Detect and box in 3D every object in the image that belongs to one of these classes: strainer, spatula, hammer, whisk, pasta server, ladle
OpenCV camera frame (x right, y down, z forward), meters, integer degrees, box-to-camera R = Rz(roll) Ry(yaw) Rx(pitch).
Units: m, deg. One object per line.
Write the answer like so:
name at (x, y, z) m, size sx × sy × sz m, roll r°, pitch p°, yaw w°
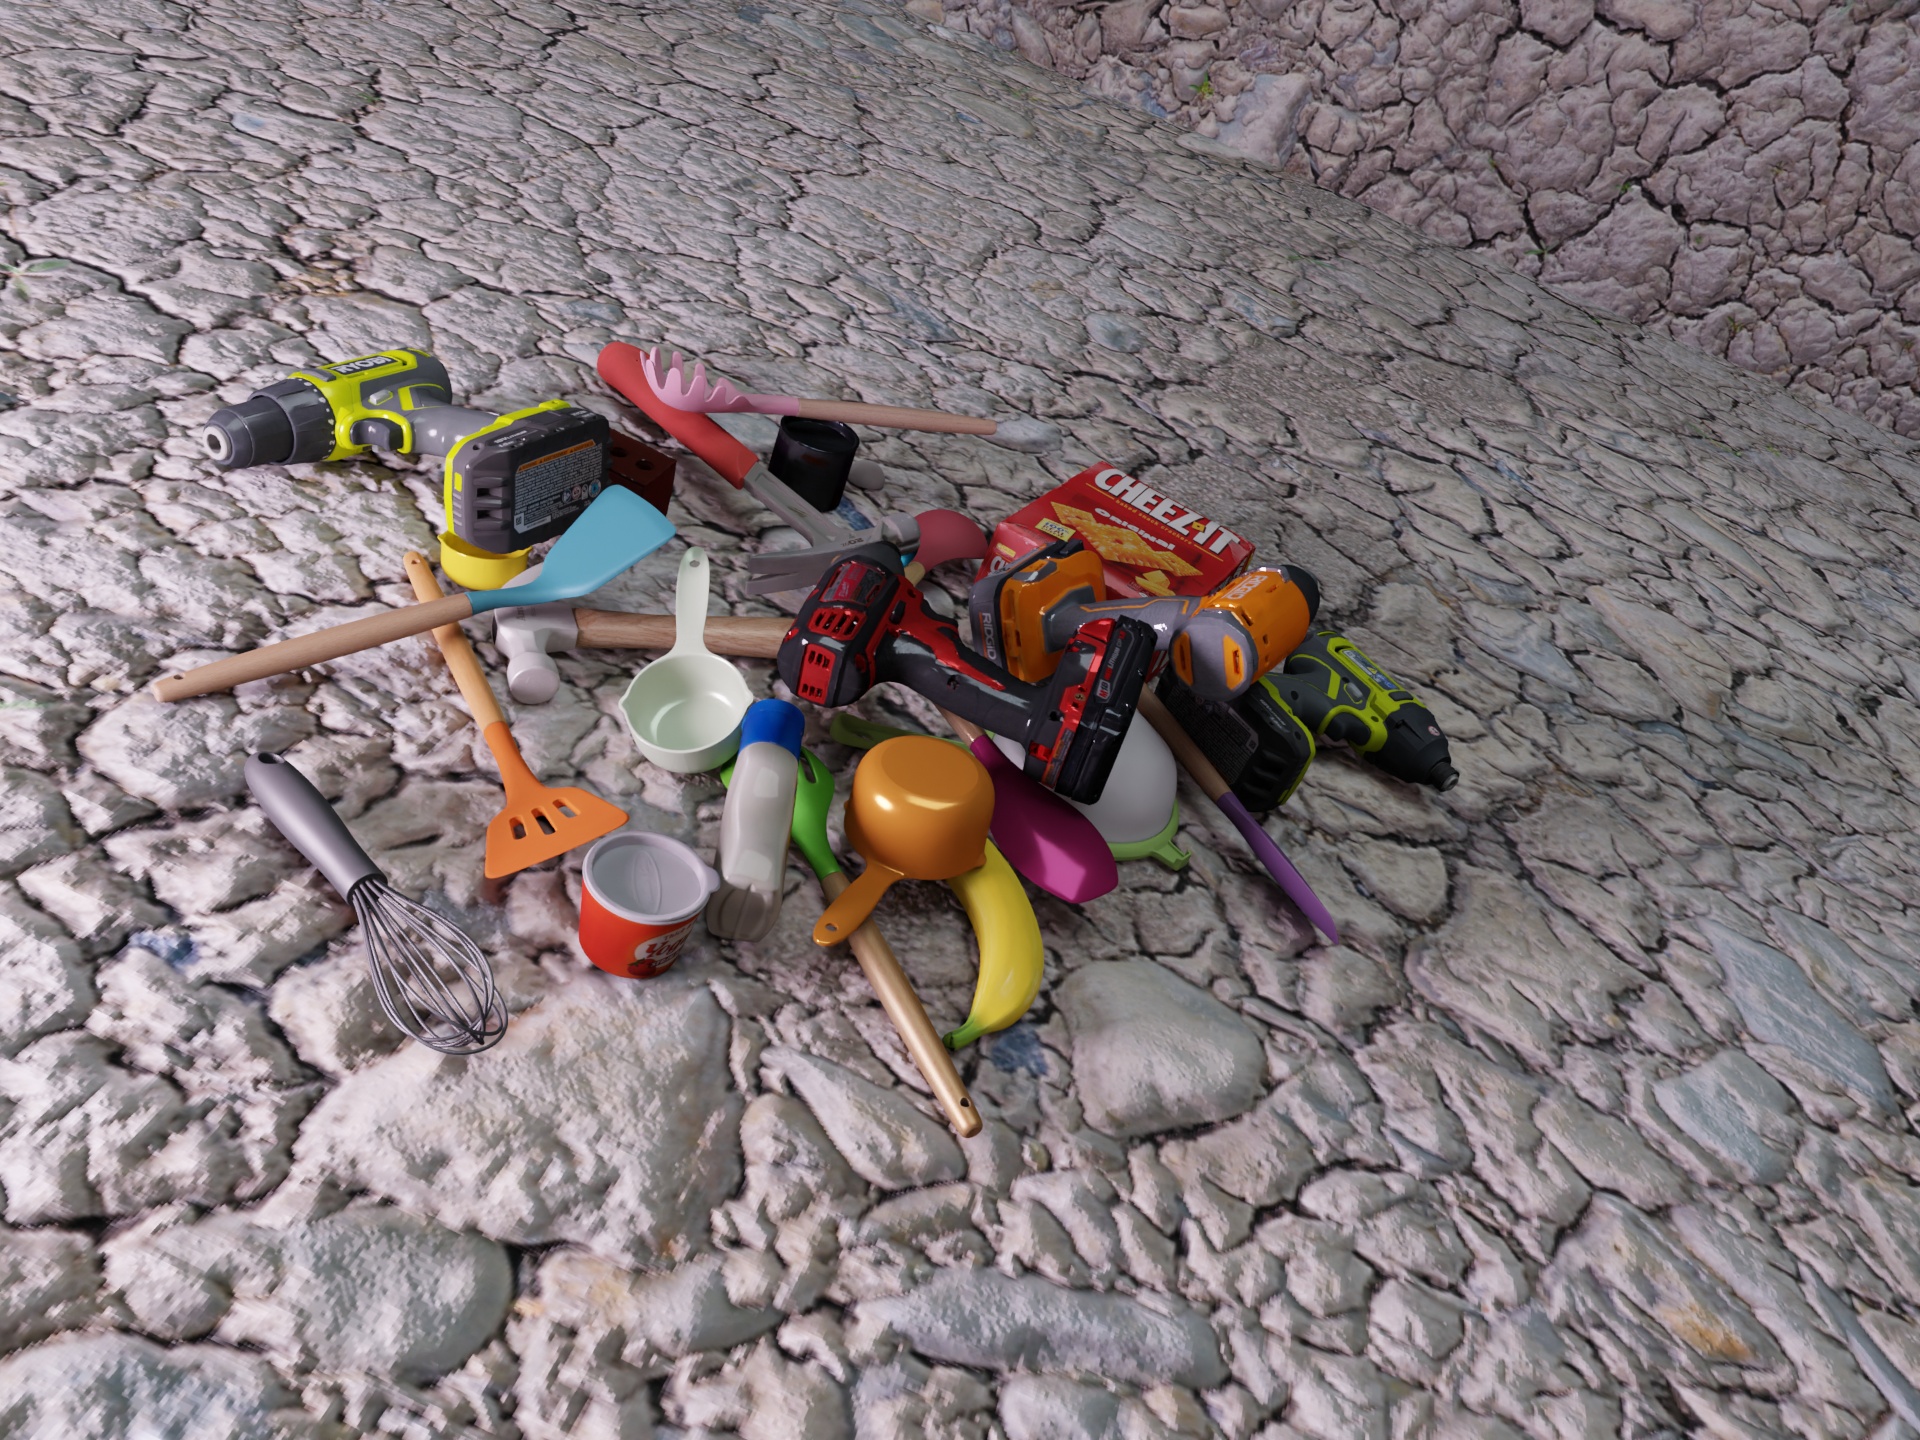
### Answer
strainer at (0.042, 0.012, 1.079) m, size 0.256 × 0.069 × 0.152 m, roll 13°, pitch 35°, yaw -17°
spatula at (0.175, 0.040, 1.134) m, size 0.018 × 0.059 × 0.316 m, roll -32°, pitch 52°, yaw -4°
hammer at (-0.156, -0.060, 1.100) m, size 0.331 × 0.031 × 0.130 m, roll 1°, pitch 40°, yaw -29°
whisk at (-0.305, 0.087, 0.806) m, size 0.055 × 0.055 × 0.239 m, roll -18°, pitch 46°, yaw -44°
spatula at (-0.288, -0.015, 0.954) m, size 0.081 × 0.041 × 0.323 m, roll -23°, pitch 49°, yaw -19°
pasta server at (-0.107, -0.259, 1.289) m, size 0.316 × 0.040 × 0.060 m, roll 0°, pitch 29°, yaw -29°
spatula at (-0.327, -0.074, 0.969) m, size 0.317 × 0.044 × 0.082 m, roll -23°, pitch 44°, yaw -34°
hammer at (-0.193, -0.207, 1.242) m, size 0.149 × 0.036 × 0.359 m, roll -18°, pitch 44°, yaw -36°
ladle at (-0.043, -0.103, 1.182) m, size 0.069 × 0.031 × 0.315 m, roll 28°, pitch 30°, yaw 6°

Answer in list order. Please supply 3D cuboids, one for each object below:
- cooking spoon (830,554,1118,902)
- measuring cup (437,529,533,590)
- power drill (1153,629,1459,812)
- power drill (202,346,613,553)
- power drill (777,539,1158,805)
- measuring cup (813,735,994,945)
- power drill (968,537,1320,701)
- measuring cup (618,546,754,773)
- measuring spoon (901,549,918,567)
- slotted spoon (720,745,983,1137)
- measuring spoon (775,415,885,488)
cooking spoon at (-0.002, -0.003, 1.040) m, size 0.068 × 0.017 × 0.319 m, roll -18°, pitch 54°, yaw -31°
measuring cup at (-0.331, -0.130, 1.111) m, size 0.062 × 0.029 × 0.157 m, roll 6°, pitch 25°, yaw -18°
power drill at (0.270, 0.001, 1.220) m, size 0.223 × 0.080 × 0.171 m, roll -5°, pitch 42°, yaw -40°
power drill at (-0.375, -0.190, 1.091) m, size 0.228 × 0.080 × 0.190 m, roll 21°, pitch 30°, yaw 21°
power drill at (0.006, -0.043, 1.017) m, size 0.219 × 0.078 × 0.143 m, roll 20°, pitch 42°, yaw 3°
measuring cup at (-0.039, 0.066, 0.917) m, size 0.095 × 0.052 × 0.174 m, roll 22°, pitch 32°, yaw 13°
power drill at (0.139, -0.078, 1.137) m, size 0.226 × 0.084 × 0.164 m, roll 8°, pitch 27°, yaw 35°
measuring cup at (-0.171, -0.039, 1.016) m, size 0.083 × 0.038 × 0.168 m, roll -3°, pitch 54°, yaw -1°
measuring spoon at (-0.030, -0.145, 1.295) m, size 0.042 × 0.021 × 0.129 m, roll 30°, pitch 36°, yaw 11°
slotted spoon at (-0.062, 0.111, 0.924) m, size 0.070 × 0.031 × 0.314 m, roll -8°, pitch 46°, yaw -30°
measuring spoon at (-0.114, -0.238, 1.380) m, size 0.124 × 0.018 × 0.034 m, roll 36°, pitch 36°, yaw 21°
